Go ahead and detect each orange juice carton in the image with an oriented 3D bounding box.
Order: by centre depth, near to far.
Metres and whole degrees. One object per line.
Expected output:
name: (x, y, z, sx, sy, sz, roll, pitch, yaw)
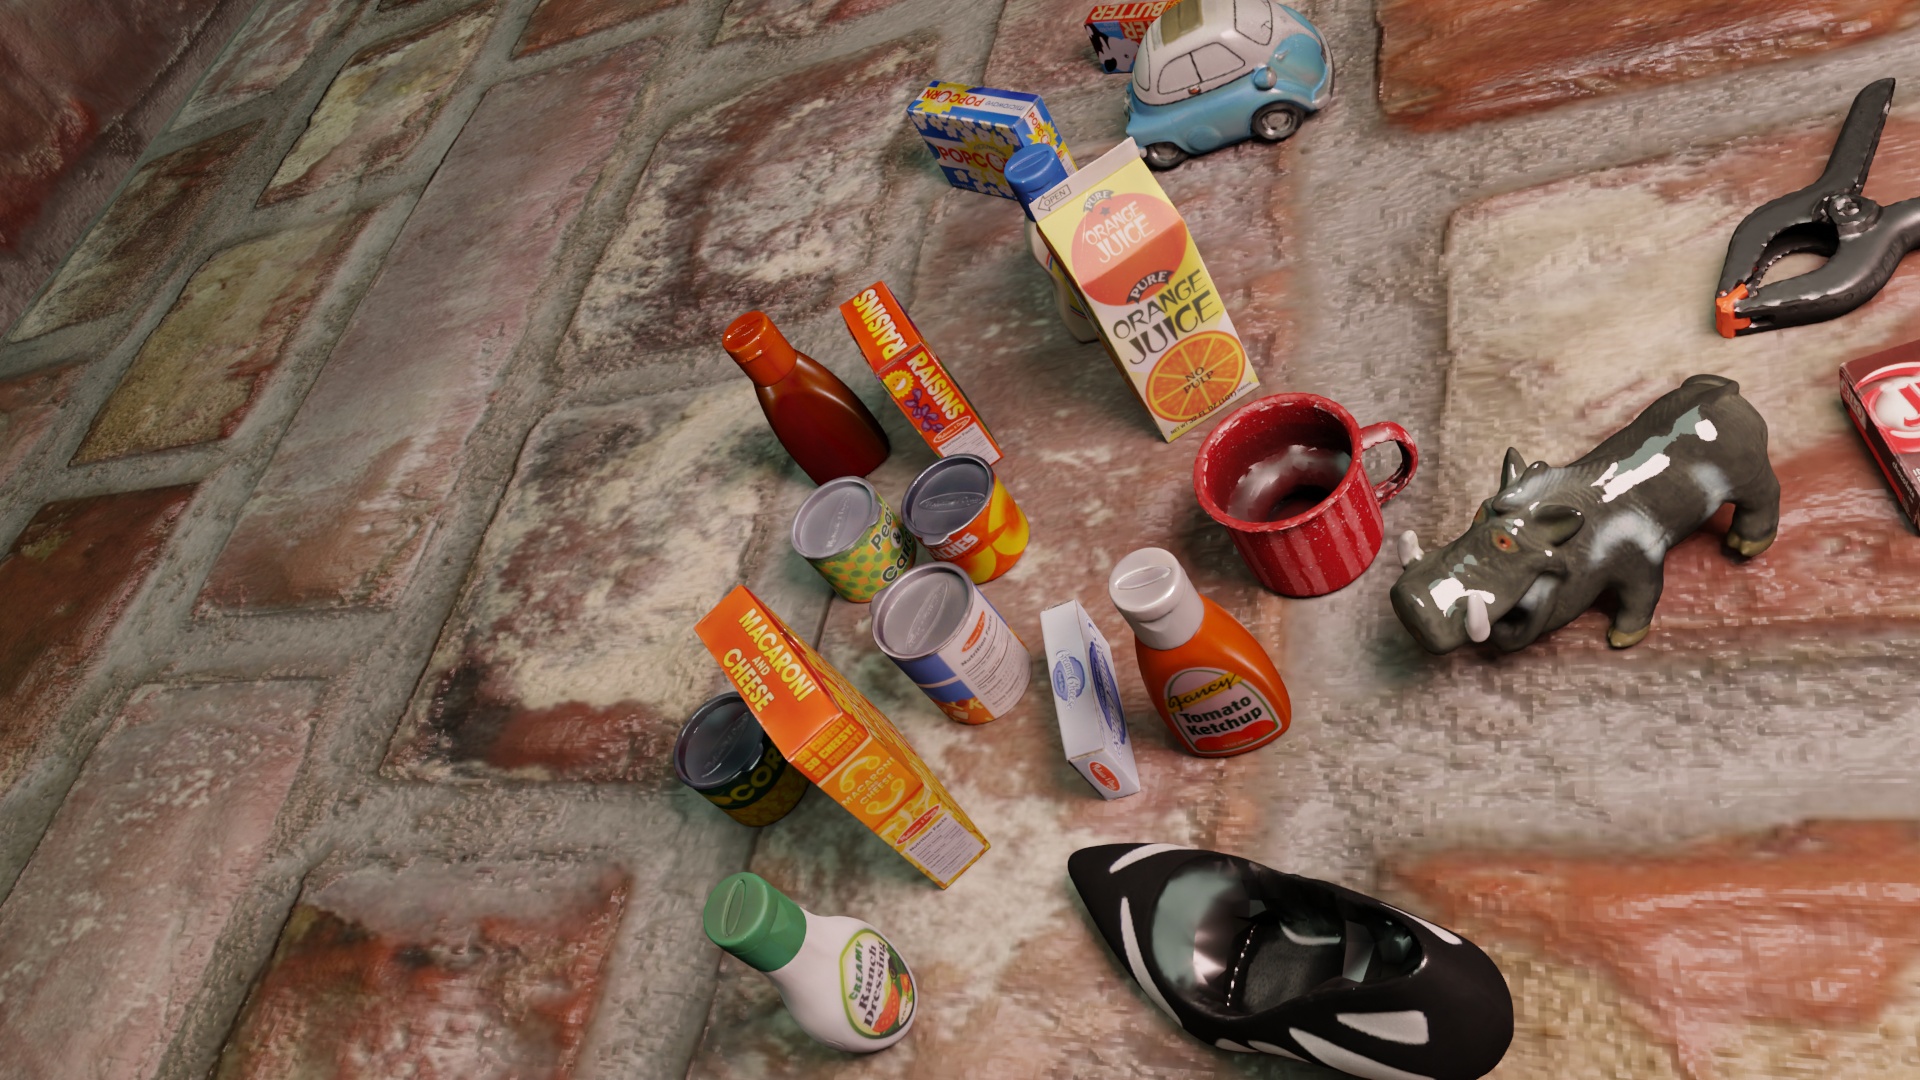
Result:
orange juice carton: (0.110, -0.156, 0.849, 0.072, 0.192, 0.073, -33, 45, 6)

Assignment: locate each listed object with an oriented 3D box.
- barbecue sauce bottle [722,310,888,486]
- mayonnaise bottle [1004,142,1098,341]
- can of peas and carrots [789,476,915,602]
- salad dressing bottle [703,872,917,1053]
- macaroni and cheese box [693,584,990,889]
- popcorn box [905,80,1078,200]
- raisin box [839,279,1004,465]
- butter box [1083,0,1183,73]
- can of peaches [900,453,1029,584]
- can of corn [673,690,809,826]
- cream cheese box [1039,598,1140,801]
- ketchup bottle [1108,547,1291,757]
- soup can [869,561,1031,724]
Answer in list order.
barbecue sauce bottle: (-0.111, -0.098, 0.972, 0.065, 0.148, 0.044, -26, 46, 12)
mayonnaise bottle: (0.076, -0.201, 0.937, 0.064, 0.147, 0.041, -24, 47, 15)
can of peas and carrots: (-0.069, 0.000, 0.932, 0.071, 0.058, 0.071, -17, 49, 20)
salad dressing bottle: (-0.074, 0.213, 0.702, 0.044, 0.147, 0.064, -9, 52, 27)
macaroni and cheese box: (-0.063, 0.108, 0.765, 0.040, 0.166, 0.124, -43, 45, -4)
popcorn box: (0.027, -0.316, 1.104, 0.127, 0.085, 0.038, 25, 72, 42)
raisin box: (-0.027, -0.107, 0.944, 0.040, 0.123, 0.086, -34, 45, 5)
butter box: (0.155, -0.406, 1.118, 0.103, 0.053, 0.024, 12, 63, 38)
can of peaches: (0.003, -0.011, 0.896, 0.071, 0.058, 0.071, -17, 49, 20)
can of corn: (-0.133, 0.137, 0.862, 0.071, 0.058, 0.071, -17, 49, 20)
cream cheese box: (0.072, 0.089, 0.777, 0.024, 0.053, 0.104, -22, 47, 16)
ketchup bottle: (0.118, 0.058, 0.705, 0.064, 0.148, 0.044, -20, 48, 18)
soup can: (-0.006, 0.061, 0.825, 0.071, 0.083, 0.072, -17, 49, 20)
